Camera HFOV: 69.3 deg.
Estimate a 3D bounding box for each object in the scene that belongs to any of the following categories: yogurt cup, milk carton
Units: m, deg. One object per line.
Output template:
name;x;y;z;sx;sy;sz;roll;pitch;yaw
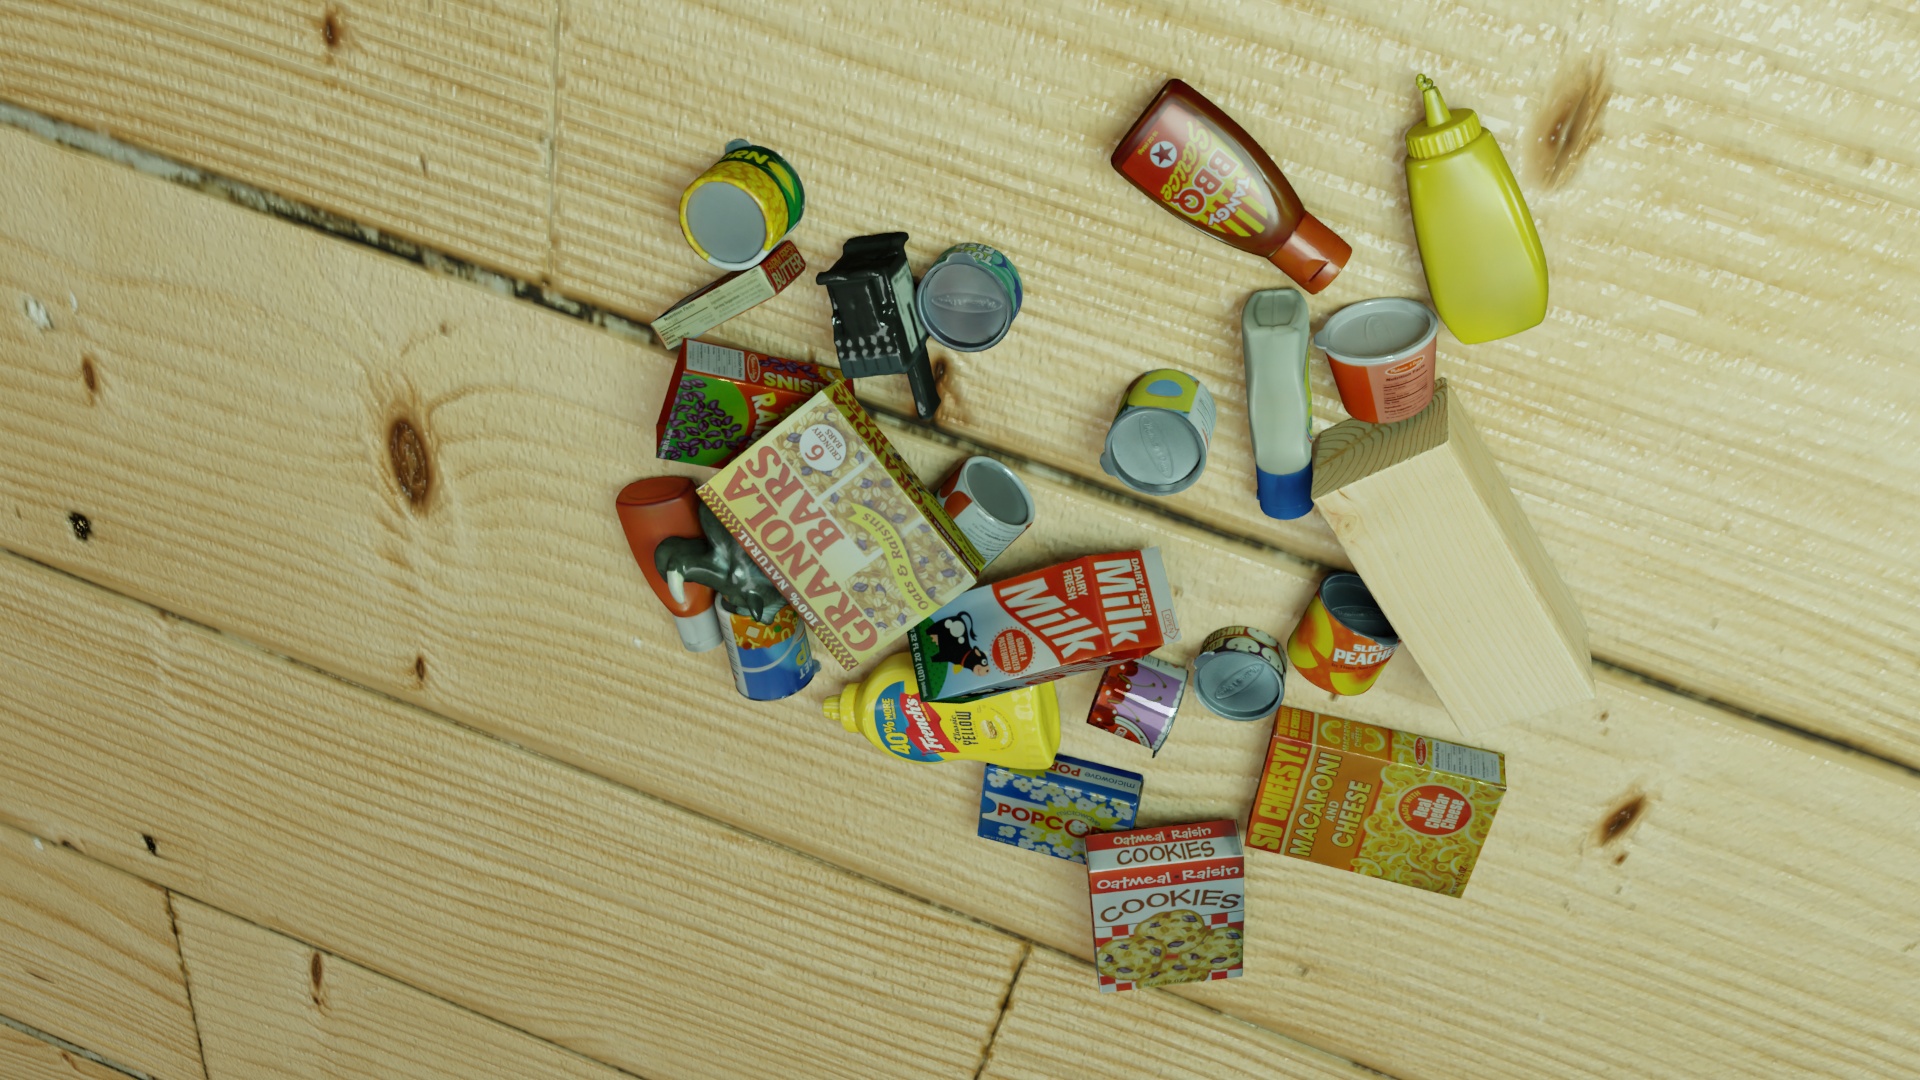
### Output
yogurt cup;0.258;-0.108;0.847;0.072;0.073;0.053;-4;130;21
milk carton;0.062;0.062;1.001;0.190;0.073;0.072;-18;76;22

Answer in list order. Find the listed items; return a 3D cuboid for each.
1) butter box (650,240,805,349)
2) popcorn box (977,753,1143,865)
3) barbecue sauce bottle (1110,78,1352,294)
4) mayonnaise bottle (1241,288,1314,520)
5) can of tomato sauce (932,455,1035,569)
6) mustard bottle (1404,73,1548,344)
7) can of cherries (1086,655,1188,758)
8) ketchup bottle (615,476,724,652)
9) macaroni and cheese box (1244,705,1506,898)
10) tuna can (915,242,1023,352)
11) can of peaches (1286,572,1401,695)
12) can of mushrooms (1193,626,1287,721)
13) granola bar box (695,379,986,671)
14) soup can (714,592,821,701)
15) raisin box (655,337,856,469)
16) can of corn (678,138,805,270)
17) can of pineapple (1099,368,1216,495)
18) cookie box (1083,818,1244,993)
butter box;-0.159;-0.168;0.955;0.103;0.053;0.024;-21;112;29
popcorn box;0.082;0.220;1.146;0.127;0.038;0.084;13;127;10
barbecue sauce bottle;0.164;-0.205;0.825;0.148;0.044;0.064;36;126;-8
mayonnaise bottle;0.204;-0.082;0.886;0.041;0.065;0.147;-2;126;16
can of tomato sauce;0.004;-0.013;0.999;0.071;0.071;0.082;39;126;-9
mustard bottle;0.287;-0.192;0.789;0.065;0.049;0.159;-14;117;26
can of cherries;0.131;0.120;1.041;0.058;0.072;0.071;21;127;4
ketchup bottle;-0.225;0.022;1.112;0.065;0.044;0.148;-4;122;12
macaroni and cheese box;0.310;0.198;1.052;0.166;0.040;0.123;12;126;10
tuna can;0.006;-0.162;0.914;0.071;0.033;0.070;9;125;13
can of peaches;0.268;0.067;0.958;0.071;0.071;0.057;22;128;3
can of mushrooms;0.205;0.096;1.023;0.071;0.034;0.070;9;126;13
granola bar box;-0.081;-0.009;0.959;0.124;0.039;0.165;-36;98;22
soup can;-0.153;0.075;1.112;0.071;0.072;0.083;3;123;17
raisin box;-0.145;-0.089;0.982;0.123;0.040;0.085;10;133;-21
can of corn;-0.144;-0.220;0.910;0.071;0.058;0.070;9;125;13
can of pineapple;0.131;-0.072;0.918;0.071;0.058;0.070;9;125;13
cookie box;0.168;0.301;1.141;0.123;0.040;0.166;-7;128;2
